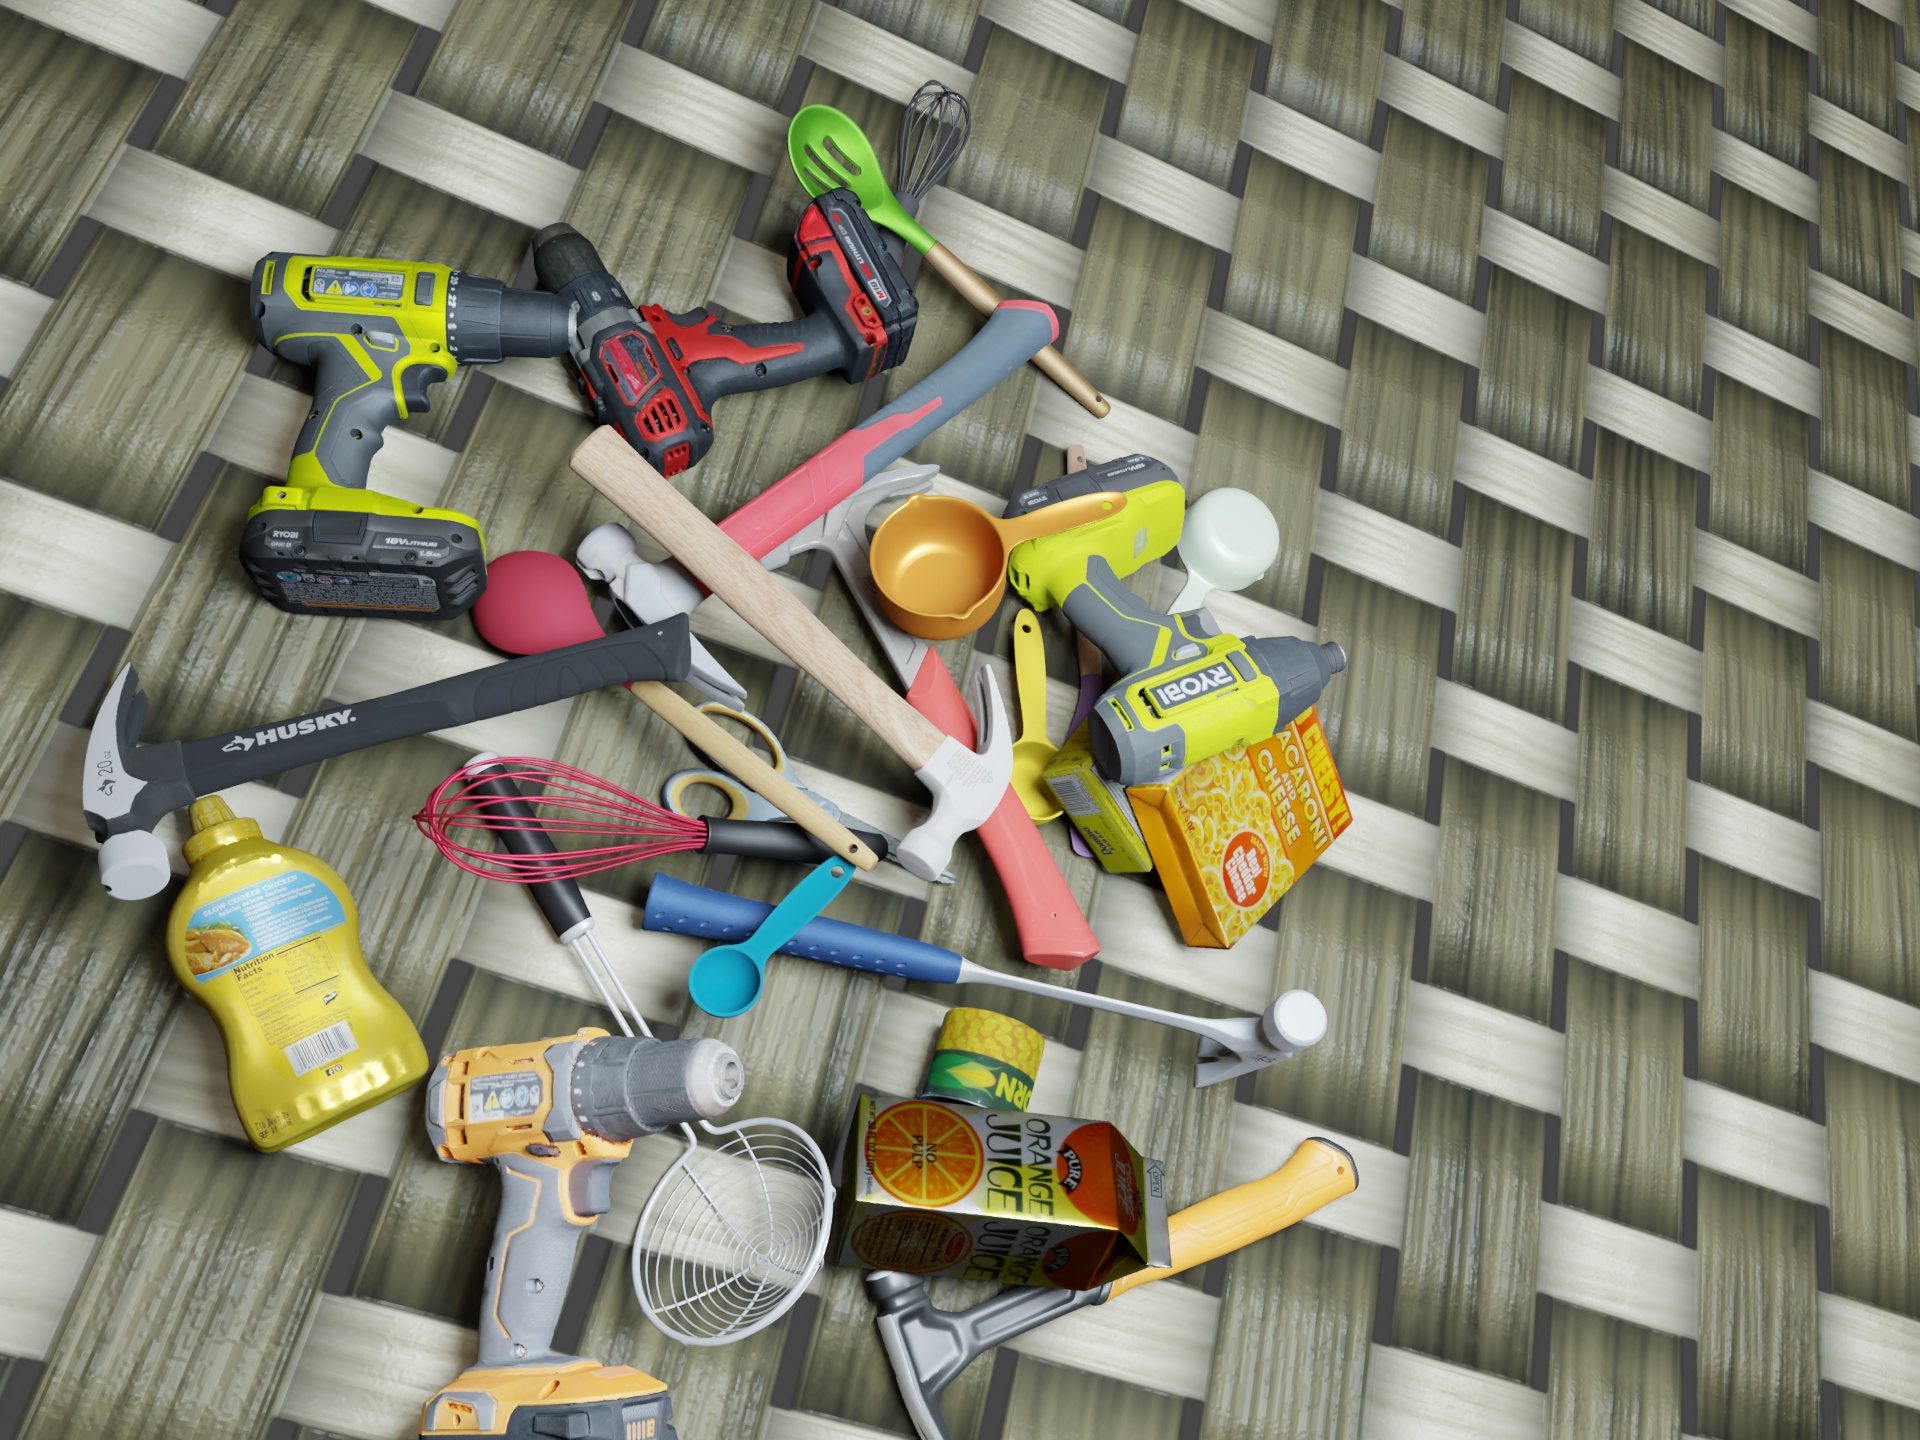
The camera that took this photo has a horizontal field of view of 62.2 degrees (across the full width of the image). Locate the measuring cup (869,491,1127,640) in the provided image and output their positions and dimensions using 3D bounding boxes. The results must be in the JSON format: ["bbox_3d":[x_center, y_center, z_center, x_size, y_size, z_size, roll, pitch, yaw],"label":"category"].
[{"bbox_3d":[0.026,-0.108,1.034,0.173,0.052,0.095,-18,68,-9],"label":"measuring cup"}]

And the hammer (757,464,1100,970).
[{"bbox_3d":[-0.002,-0.003,1.044,0.149,0.036,0.359,-23,73,-22],"label":"hammer"}]

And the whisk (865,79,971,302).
[{"bbox_3d":[-0.042,-0.388,1.201,0.055,0.055,0.239,23,68,-12],"label":"whisk"}]

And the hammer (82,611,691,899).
[{"bbox_3d":[-0.312,-0.008,0.897,0.334,0.035,0.146,-17,50,-19],"label":"hammer"}]

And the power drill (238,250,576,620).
[{"bbox_3d":[-0.338,-0.181,0.973,0.190,0.080,0.229,2,68,-10],"label":"power drill"}]

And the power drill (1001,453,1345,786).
[{"bbox_3d":[0.133,-0.071,1.055,0.171,0.080,0.223,-20,53,-13],"label":"power drill"}]

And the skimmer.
[{"bbox_3d":[-0.195,0.171,0.895,0.127,0.090,0.363,-33,81,3],"label":"skimmer"}]

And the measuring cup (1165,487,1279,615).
[{"bbox_3d":[0.184,-0.107,1.180,0.083,0.038,0.168,35,60,-6],"label":"measuring cup"}]

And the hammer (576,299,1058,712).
[{"bbox_3d":[-0.060,-0.164,1.063,0.143,0.038,0.386,46,64,8],"label":"hammer"}]

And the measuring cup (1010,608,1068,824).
[{"bbox_3d":[0.045,-0.002,1.094,0.062,0.029,0.157,6,65,-19],"label":"measuring cup"}]

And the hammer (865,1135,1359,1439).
[{"bbox_3d":[0.113,0.341,0.982,0.337,0.034,0.127,-15,75,-26],"label":"hammer"}]

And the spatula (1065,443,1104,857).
[{"bbox_3d":[0.094,-0.055,1.137,0.059,0.018,0.316,6,69,-24],"label":"spatula"}]

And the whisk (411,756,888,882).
[{"bbox_3d":[-0.169,0.065,0.928,0.295,0.073,0.073,7,67,-34],"label":"whisk"}]

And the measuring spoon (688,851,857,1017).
[{"bbox_3d":[-0.105,0.124,0.922,0.042,0.021,0.128,38,63,15],"label":"measuring spoon"}]

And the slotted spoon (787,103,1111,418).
[{"bbox_3d":[-0.005,-0.328,1.170,0.313,0.031,0.070,39,68,-17],"label":"slotted spoon"}]

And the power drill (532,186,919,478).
[{"bbox_3d":[-0.163,-0.283,1.083,0.226,0.080,0.188,-27,81,-17],"label":"power drill"}]

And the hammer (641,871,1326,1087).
[{"bbox_3d":[0.008,0.159,0.979,0.405,0.144,0.035,14,64,-6],"label":"hammer"}]

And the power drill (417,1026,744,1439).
[{"bbox_3d":[-0.192,0.272,0.816,0.084,0.185,0.226,30,51,-59],"label":"power drill"}]

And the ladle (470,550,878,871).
[{"bbox_3d":[-0.176,-0.006,0.961,0.315,0.031,0.069,36,78,11],"label":"ladle"}]

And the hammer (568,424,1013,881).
[{"bbox_3d":[-0.100,-0.057,0.969,0.331,0.031,0.130,43,63,-7],"label":"hammer"}]
